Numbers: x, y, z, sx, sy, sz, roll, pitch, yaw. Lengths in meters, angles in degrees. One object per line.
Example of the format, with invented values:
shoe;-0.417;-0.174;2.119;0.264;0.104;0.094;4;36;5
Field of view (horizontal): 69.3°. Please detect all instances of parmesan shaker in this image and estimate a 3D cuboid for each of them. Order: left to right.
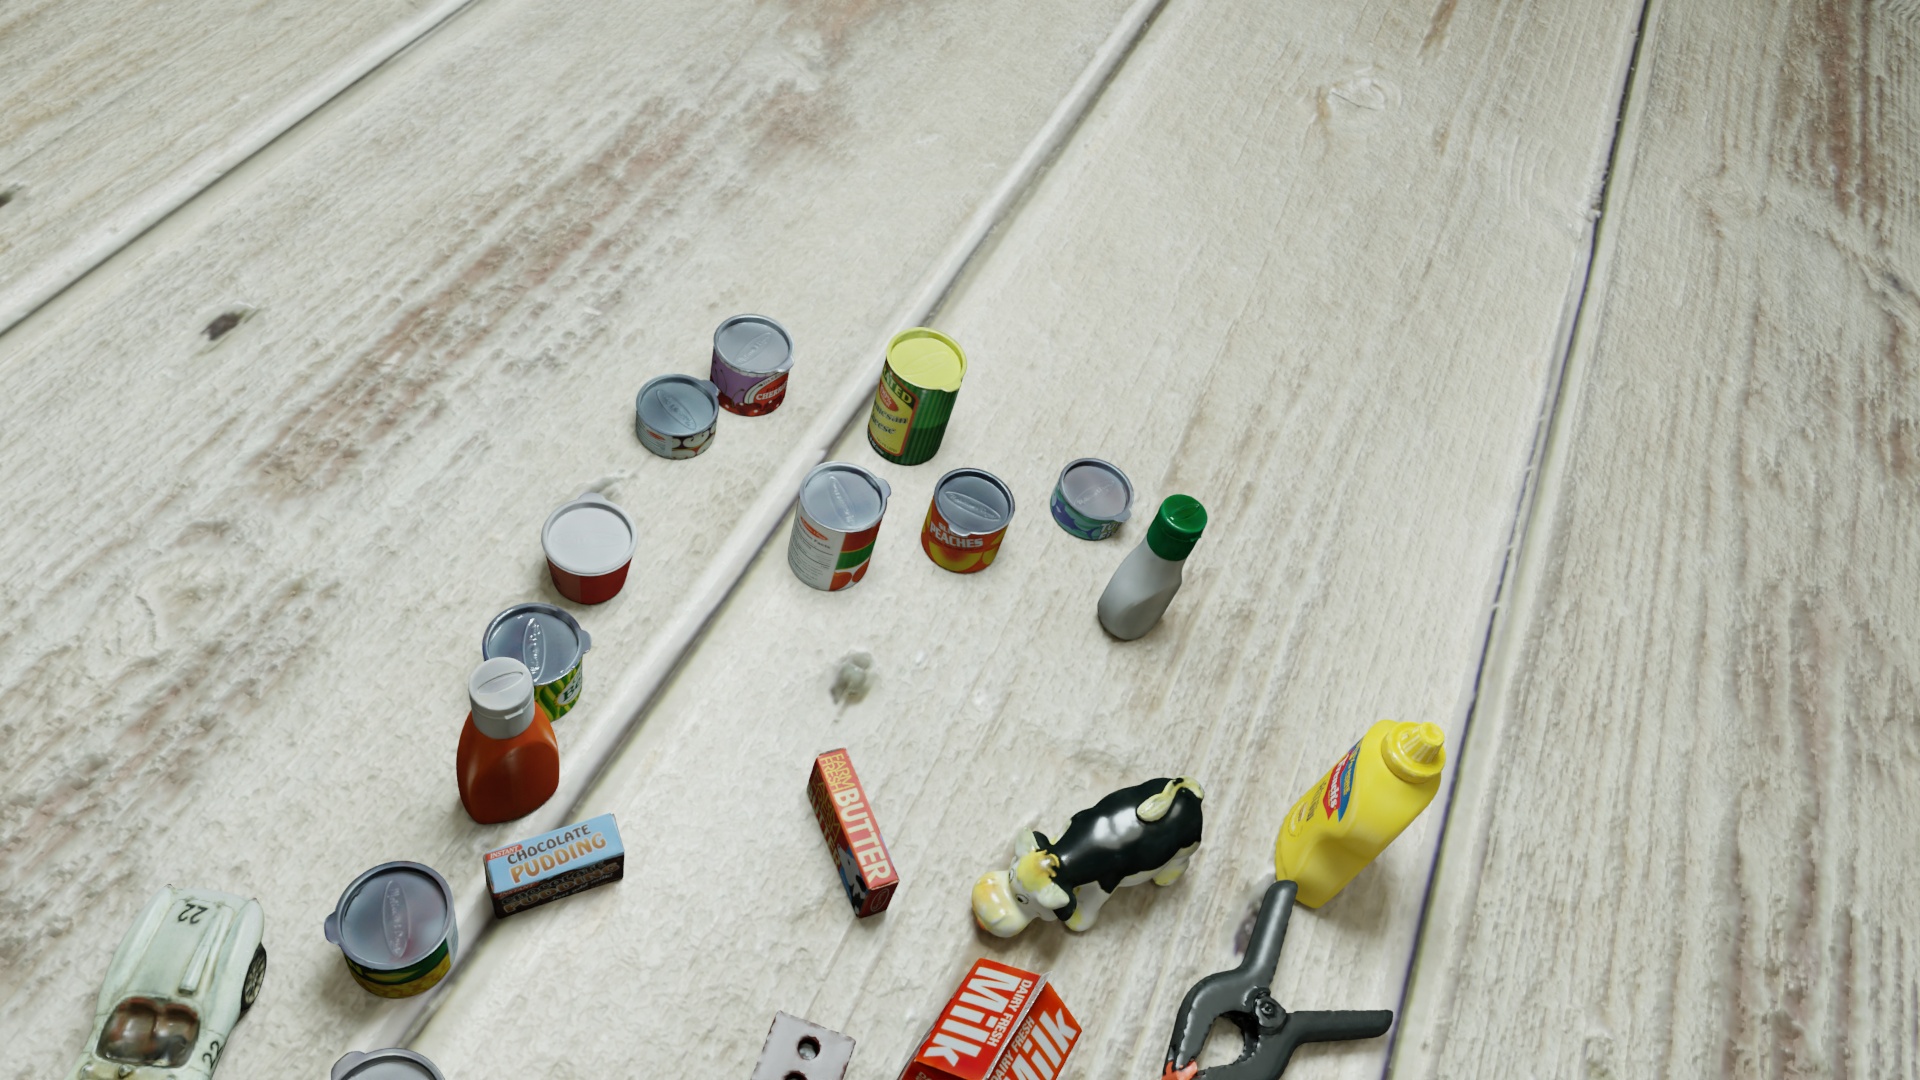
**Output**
parmesan shaker;-0.036;-0.116;1.152;0.071;0.102;0.071;8;53;-10

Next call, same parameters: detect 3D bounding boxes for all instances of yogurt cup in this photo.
yogurt cup;-0.274;0.011;1.024;0.072;0.053;0.073;8;53;-10

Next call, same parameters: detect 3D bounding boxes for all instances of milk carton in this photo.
milk carton;0.010;0.306;0.800;0.073;0.189;0.073;33;53;9

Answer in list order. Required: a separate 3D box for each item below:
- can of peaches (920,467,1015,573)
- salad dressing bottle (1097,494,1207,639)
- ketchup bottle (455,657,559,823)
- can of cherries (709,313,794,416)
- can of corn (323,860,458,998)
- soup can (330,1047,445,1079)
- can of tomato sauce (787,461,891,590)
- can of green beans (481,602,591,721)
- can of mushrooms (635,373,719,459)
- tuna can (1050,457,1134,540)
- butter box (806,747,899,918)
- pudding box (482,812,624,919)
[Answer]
can of peaches;0.004;-0.014;1.117;0.071;0.057;0.071;8;53;-10
salad dressing bottle;0.149;0.021;1.075;0.064;0.146;0.044;-21;63;-28
ketchup bottle;-0.286;0.126;0.876;0.065;0.148;0.043;-23;64;-28
can of cherries;-0.174;-0.145;1.163;0.071;0.058;0.072;8;53;-10
can of corn;-0.341;0.236;0.837;0.071;0.058;0.071;8;53;-10
soup can;-0.315;0.323;0.765;0.071;0.083;0.072;8;53;-10
can of tomato sauce;-0.095;-0.011;1.071;0.071;0.082;0.071;8;53;-10
can of green beans;-0.295;0.086;0.961;0.071;0.057;0.071;8;53;-10
can of mushrooms;-0.229;-0.102;1.132;0.071;0.033;0.071;8;53;-10
tuna can;0.113;-0.033;1.177;0.071;0.032;0.071;8;53;-10
butter box;-0.074;0.198;0.943;0.024;0.052;0.104;-13;59;-23
pudding box;-0.258;0.207;0.887;0.084;0.049;0.030;-14;60;-24
